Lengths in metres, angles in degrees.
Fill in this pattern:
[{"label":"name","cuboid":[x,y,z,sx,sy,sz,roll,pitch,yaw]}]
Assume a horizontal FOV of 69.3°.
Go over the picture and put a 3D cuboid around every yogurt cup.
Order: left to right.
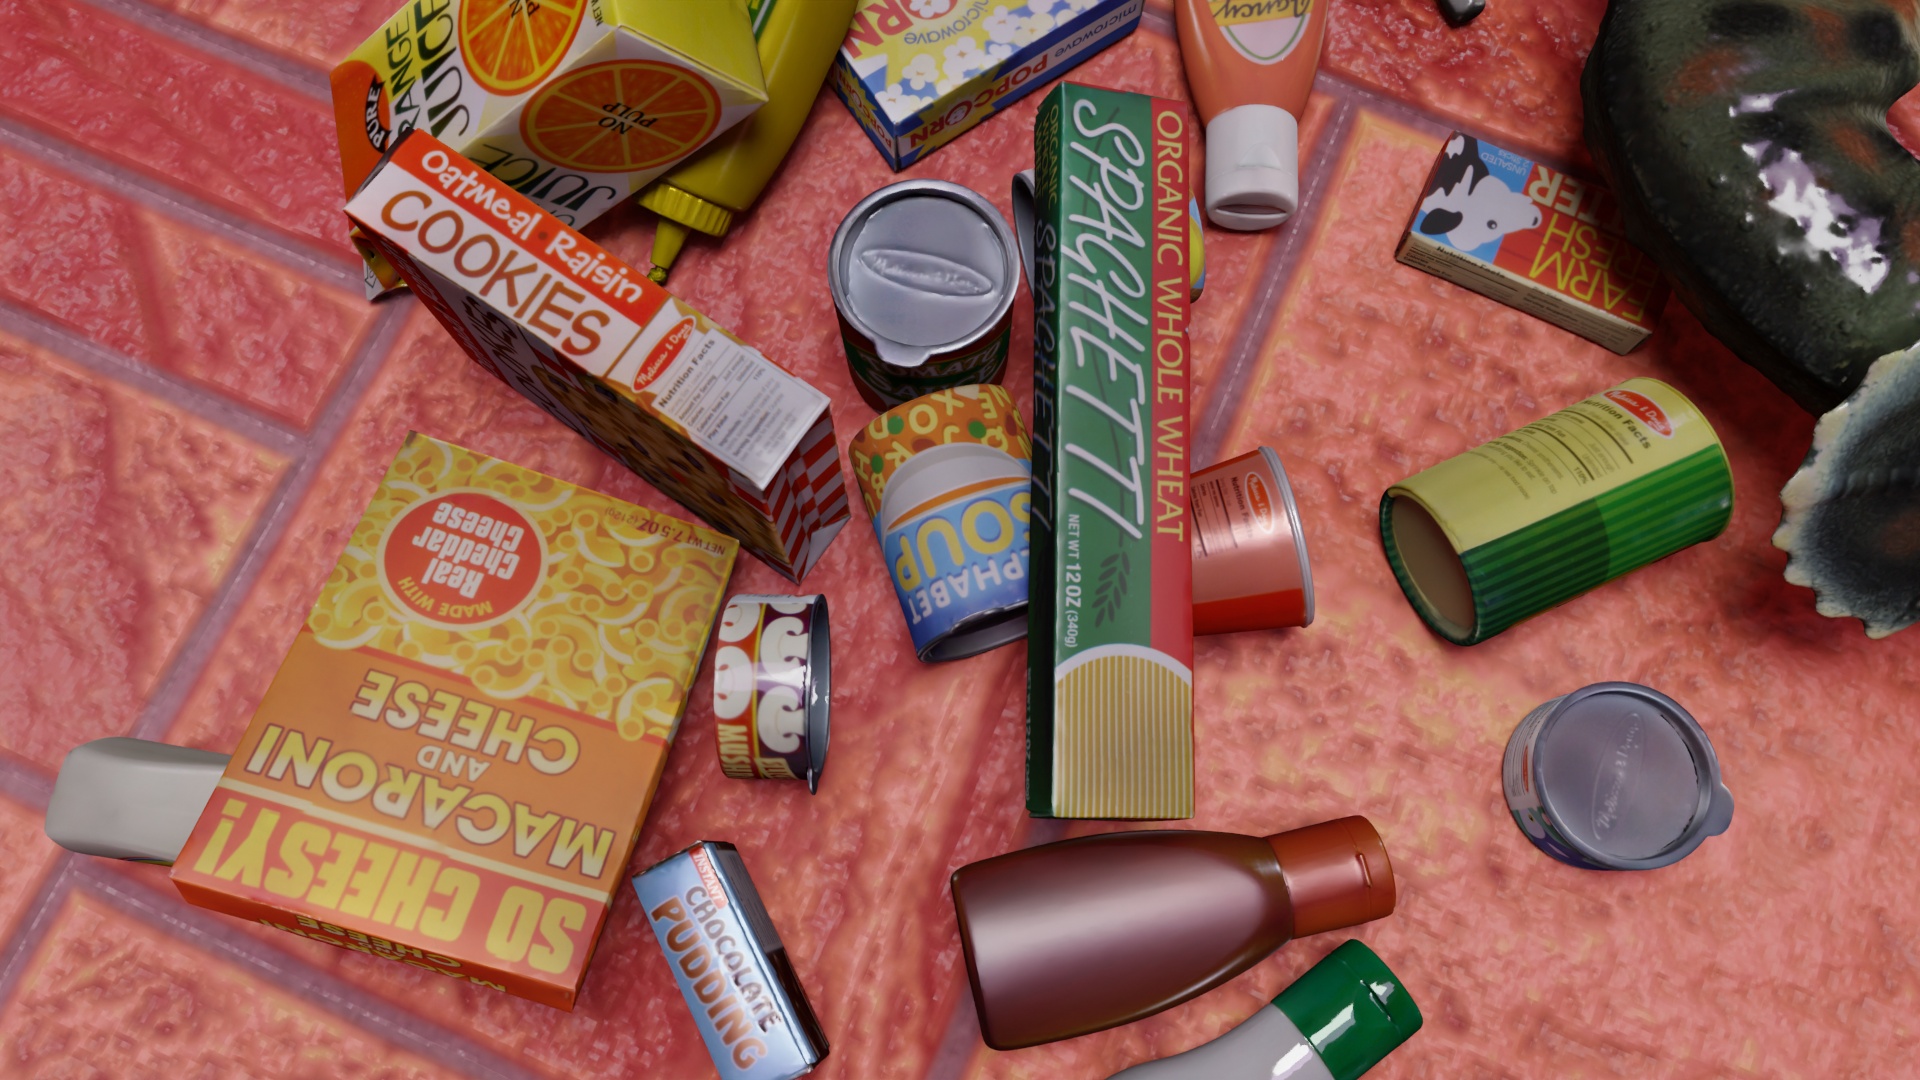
[{"label":"yogurt cup","cuboid":[0.094,0.004,0.507,0.054,0.072,0.072,-13,76,5]}]

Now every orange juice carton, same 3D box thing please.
[{"label":"orange juice carton","cuboid":[-0.169,-0.159,0.516,0.192,0.073,0.072,-22,74,31]}]

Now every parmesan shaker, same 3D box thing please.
[{"label":"parmesan shaker","cuboid":[0.215,-0.011,0.512,0.103,0.071,0.071,-23,77,-5]}]

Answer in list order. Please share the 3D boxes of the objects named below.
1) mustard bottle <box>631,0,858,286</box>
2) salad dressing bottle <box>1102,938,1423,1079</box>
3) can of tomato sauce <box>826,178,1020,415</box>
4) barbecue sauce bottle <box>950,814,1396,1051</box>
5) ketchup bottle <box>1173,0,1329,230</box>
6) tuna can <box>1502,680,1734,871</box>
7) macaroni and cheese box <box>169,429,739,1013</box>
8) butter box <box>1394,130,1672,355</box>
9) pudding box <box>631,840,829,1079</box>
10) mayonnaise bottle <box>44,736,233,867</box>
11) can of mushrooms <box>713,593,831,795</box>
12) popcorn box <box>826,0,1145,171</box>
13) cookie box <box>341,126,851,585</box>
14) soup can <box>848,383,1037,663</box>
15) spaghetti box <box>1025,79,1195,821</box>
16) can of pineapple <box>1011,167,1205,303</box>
[{"label":"mustard bottle","cuboid":[-0.092,-0.171,0.541,0.065,0.049,0.160,28,102,25]},{"label":"salad dressing bottle","cuboid":[0.087,0.193,0.466,0.148,0.044,0.064,-35,78,-9]},{"label":"can of tomato sauce","cuboid":[-0.013,-0.083,0.517,0.071,0.083,0.071,0,76,0]},{"label":"barbecue sauce bottle","cuboid":[0.074,0.129,0.483,0.149,0.043,0.065,-12,76,-4]},{"label":"ketchup bottle","cuboid":[0.119,-0.202,0.570,0.065,0.043,0.149,3,76,0]},{"label":"tuna can","cuboid":[0.236,0.087,0.501,0.071,0.032,0.071,0,76,0]},{"label":"macaroni and cheese box","cuboid":[-0.158,0.057,0.466,0.124,0.040,0.167,19,57,-7]},{"label":"butter box","cuboid":[0.234,-0.120,0.560,0.103,0.024,0.053,25,77,6]},{"label":"pudding box","cuboid":[-0.077,0.146,0.474,0.030,0.049,0.084,-28,78,-6]},{"label":"mayonnaise bottle","cuboid":[-0.225,0.100,0.480,0.148,0.064,0.041,11,77,-1]},{"label":"can of mushrooms","cuboid":[-0.065,0.054,0.489,0.033,0.071,0.071,1,76,0]},{"label":"popcorn box","cuboid":[0.002,-0.224,0.577,0.127,0.038,0.085,-33,78,-8]},{"label":"cookie box","cuboid":[-0.119,-0.060,0.489,0.167,0.122,0.040,34,77,8]},{"label":"soup can","cuboid":[0.002,-0.006,0.503,0.071,0.071,0.084,-19,76,-5]},{"label":"spaghetti box","cuboid":[0.050,-0.033,0.466,0.050,0.028,0.250,4,80,-16]},{"label":"can of pineapple","cuboid":[0.057,-0.115,0.537,0.058,0.071,0.071,-15,76,-4]}]
